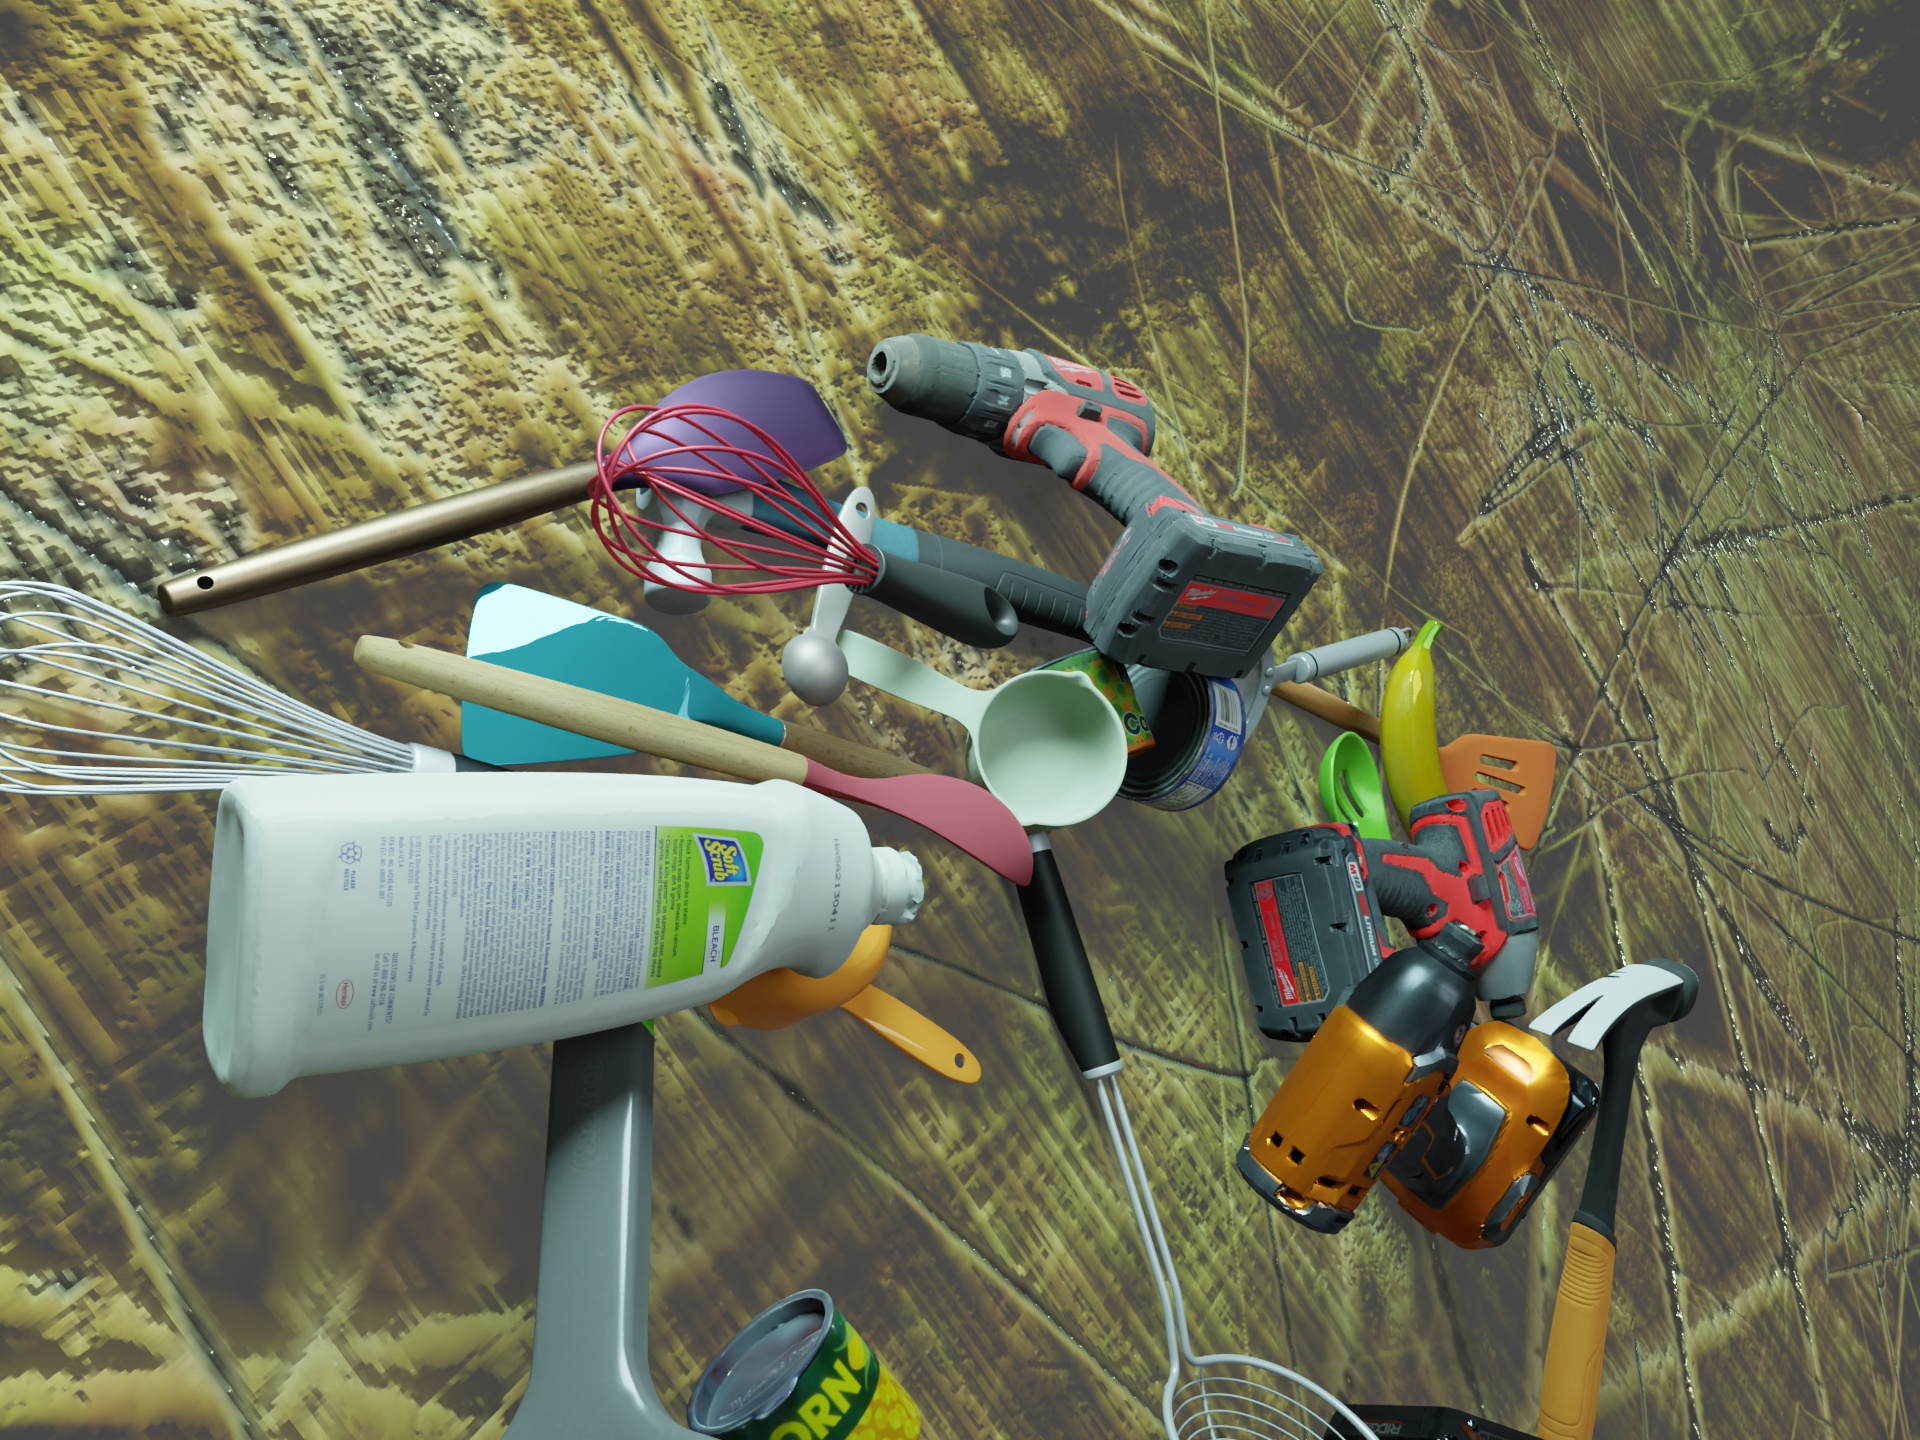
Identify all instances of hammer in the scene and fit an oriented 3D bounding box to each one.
[{"bbox_3d":[0.333,0.299,0.851,0.127,0.034,0.337,-8,106,-42],"label":"hammer"},{"bbox_3d":[-0.018,-0.082,0.822,0.330,0.033,0.128,15,61,-40],"label":"hammer"}]

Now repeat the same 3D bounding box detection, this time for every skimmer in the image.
[{"bbox_3d":[0.110,0.217,0.748,0.127,0.090,0.363,-1,70,-54],"label":"skimmer"}]

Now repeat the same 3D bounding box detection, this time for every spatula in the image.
[{"bbox_3d":[-0.173,-0.097,0.660,0.316,0.018,0.060,-27,83,-40],"label":"spatula"},{"bbox_3d":[-0.073,0.015,0.727,0.317,0.044,0.082,21,56,-42],"label":"spatula"},{"bbox_3d":[0.287,0.007,1.069,0.322,0.041,0.081,22,80,-34],"label":"spatula"}]

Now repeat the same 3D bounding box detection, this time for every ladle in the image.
[{"bbox_3d":[-0.089,0.015,0.649,0.315,0.031,0.069,18,17,-34],"label":"ladle"}]

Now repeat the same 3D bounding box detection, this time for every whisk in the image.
[{"bbox_3d":[-0.219,0.012,0.561,0.284,0.070,0.070,18,58,-43],"label":"whisk"},{"bbox_3d":[-0.054,-0.070,0.690,0.295,0.073,0.073,16,58,-57],"label":"whisk"}]

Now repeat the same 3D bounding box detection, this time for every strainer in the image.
[{"bbox_3d":[0.204,-0.030,0.983,0.258,0.050,0.086,-15,120,-39],"label":"strainer"}]

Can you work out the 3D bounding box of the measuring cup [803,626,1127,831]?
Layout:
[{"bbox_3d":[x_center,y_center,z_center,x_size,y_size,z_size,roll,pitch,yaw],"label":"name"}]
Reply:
[{"bbox_3d":[-0.001,-0.002,0.769,0.167,0.038,0.083,25,72,-5],"label":"measuring cup"}]

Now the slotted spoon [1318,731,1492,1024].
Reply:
[{"bbox_3d":[0.308,0.150,1.028,0.070,0.031,0.313,-34,97,-48],"label":"slotted spoon"}]

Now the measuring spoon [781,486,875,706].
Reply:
[{"bbox_3d":[-0.054,-0.062,0.739,0.034,0.018,0.124,33,54,-31],"label":"measuring spoon"}]

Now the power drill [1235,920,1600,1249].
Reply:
[{"bbox_3d":[0.252,0.194,0.834,0.226,0.164,0.084,27,8,-47],"label":"power drill"}]

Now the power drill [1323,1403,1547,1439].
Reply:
[{"bbox_3d":[0.214,0.447,0.746,0.185,0.084,0.226,29,56,-30],"label":"power drill"}]

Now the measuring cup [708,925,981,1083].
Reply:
[{"bbox_3d":[-0.041,0.106,0.686,0.173,0.052,0.095,38,47,-21],"label":"measuring cup"}]

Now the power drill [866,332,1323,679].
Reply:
[{"bbox_3d":[0.064,-0.128,0.847,0.187,0.080,0.227,6,37,-39],"label":"power drill"}]

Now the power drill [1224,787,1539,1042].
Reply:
[{"bbox_3d":[0.264,0.120,0.942,0.219,0.078,0.143,-4,78,-40],"label":"power drill"}]

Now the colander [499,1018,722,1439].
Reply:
[{"bbox_3d":[-0.106,0.262,0.511,0.094,0.204,0.398,69,10,-47],"label":"colander"}]
